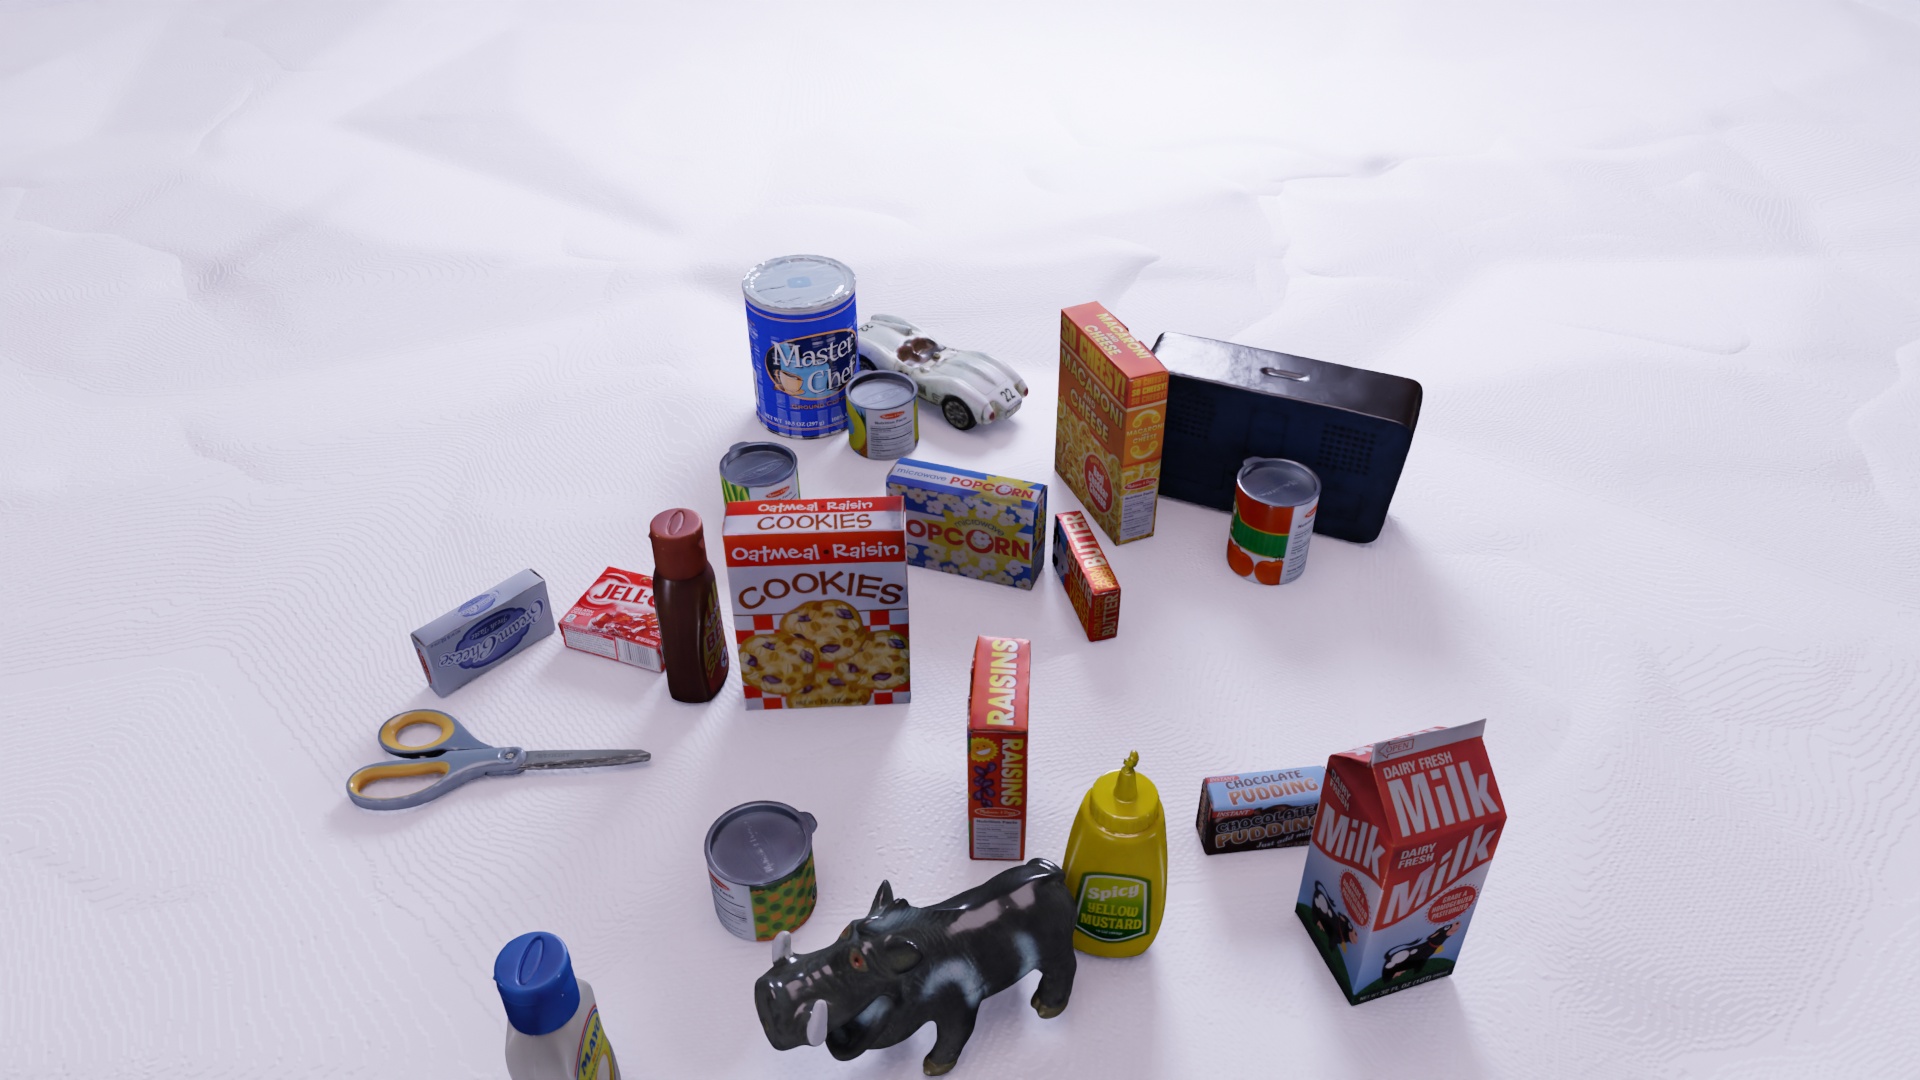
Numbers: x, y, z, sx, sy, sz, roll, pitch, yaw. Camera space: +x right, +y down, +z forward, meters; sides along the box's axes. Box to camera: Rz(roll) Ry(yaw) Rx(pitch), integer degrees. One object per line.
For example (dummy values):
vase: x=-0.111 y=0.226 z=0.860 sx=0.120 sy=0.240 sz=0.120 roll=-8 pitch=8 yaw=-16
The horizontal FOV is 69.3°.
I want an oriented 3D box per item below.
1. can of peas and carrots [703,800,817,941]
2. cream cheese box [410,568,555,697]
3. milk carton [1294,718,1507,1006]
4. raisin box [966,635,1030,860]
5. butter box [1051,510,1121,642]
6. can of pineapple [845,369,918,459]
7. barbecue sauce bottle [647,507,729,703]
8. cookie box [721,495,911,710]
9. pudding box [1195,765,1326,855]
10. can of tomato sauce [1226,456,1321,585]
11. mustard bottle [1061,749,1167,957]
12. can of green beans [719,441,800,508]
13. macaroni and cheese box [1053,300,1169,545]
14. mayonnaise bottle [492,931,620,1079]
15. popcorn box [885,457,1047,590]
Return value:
can of peas and carrots: x=-0.122 y=0.206 z=0.869 sx=0.071 sy=0.058 sz=0.071 roll=0 pitch=38 yaw=0
cream cheese box: x=-0.358 y=0.069 z=1.046 sx=0.024 sy=0.053 sz=0.104 roll=29 pitch=47 yaw=31
milk carton: x=0.253 y=0.176 z=0.802 sx=0.072 sy=0.189 sz=0.074 roll=-11 pitch=40 yaw=-14
raisin box: x=0.025 y=0.136 z=0.906 sx=0.040 sy=0.122 sz=0.086 roll=3 pitch=38 yaw=3
butter box: x=0.099 y=0.027 z=1.099 sx=0.024 sy=0.052 sz=0.104 roll=-9 pitch=39 yaw=-11
can of pineapple: x=-0.072 y=-0.116 z=1.276 sx=0.071 sy=0.057 sz=0.071 roll=0 pitch=38 yaw=0
barbecue sauce bottle: x=-0.196 y=0.045 z=1.000 sx=0.044 sy=0.147 sz=0.065 roll=3 pitch=38 yaw=4
cookie box: x=-0.098 y=0.046 z=0.984 sx=0.123 sy=0.166 sz=0.040 roll=-2 pitch=38 yaw=-3
pudding box: x=0.200 y=0.177 z=0.913 sx=0.084 sy=0.049 sz=0.030 roll=-4 pitch=39 yaw=-5
can of tomato sauce: x=0.252 y=-0.016 z=1.130 sx=0.071 sy=0.082 sz=0.071 roll=0 pitch=38 yaw=0
mustard bottle: x=0.092 y=0.182 z=0.818 sx=0.065 sy=0.159 sz=0.049 roll=4 pitch=38 yaw=5
can of green beans: x=-0.169 y=-0.042 z=1.183 sx=0.071 sy=0.057 sz=0.071 roll=0 pitch=38 yaw=0
macaroni and cheese box: x=0.124 y=-0.099 z=1.168 sx=0.040 sy=0.165 sz=0.124 roll=-15 pitch=41 yaw=-18
mayonnaise bottle: x=-0.210 y=0.263 z=0.725 sx=0.041 sy=0.147 sz=0.065 roll=2 pitch=38 yaw=3
popcorn box: x=0.004 y=-0.014 z=1.126 sx=0.127 sy=0.084 sz=0.038 roll=12 pitch=40 yaw=14
